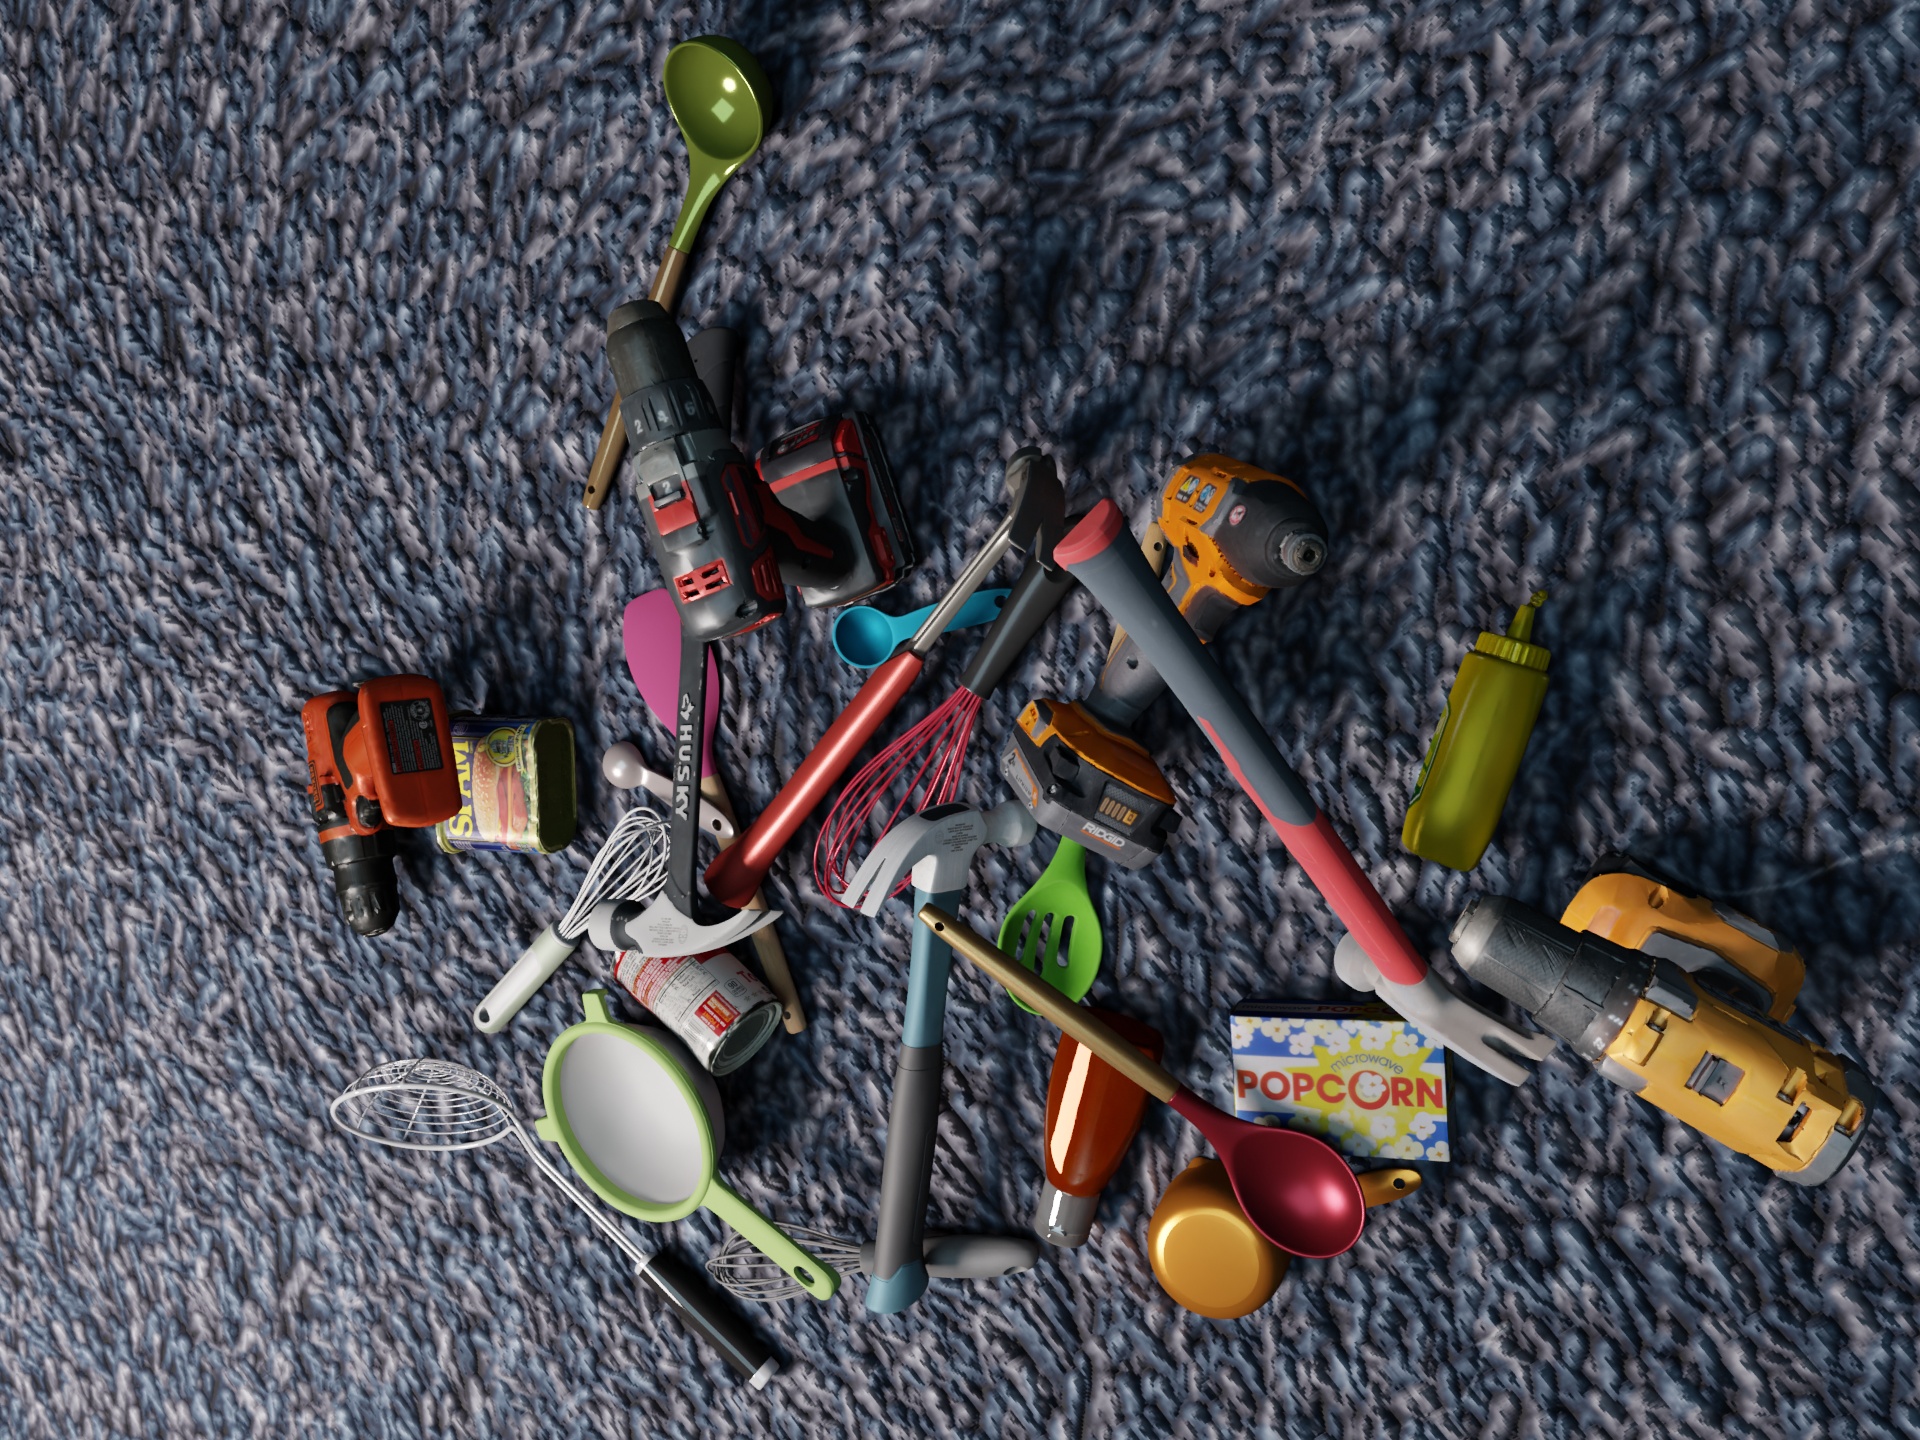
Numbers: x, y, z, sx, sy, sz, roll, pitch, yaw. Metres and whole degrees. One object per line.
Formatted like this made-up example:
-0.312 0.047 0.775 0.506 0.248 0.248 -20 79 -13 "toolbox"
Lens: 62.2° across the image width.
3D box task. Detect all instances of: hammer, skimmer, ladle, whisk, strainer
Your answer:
0.169 0.043 0.793 0.038 0.143 0.385 -45 121 -8 "hammer"
-0.024 0.214 1.001 0.033 0.128 0.331 17 105 48 "hammer"
-0.290 0.369 1.139 0.363 0.090 0.127 40 142 10 "skimmer"
-0.200 -0.286 1.045 0.078 0.062 0.320 29 108 16 "ladle"
-0.002 -0.003 1.002 0.073 0.073 0.296 36 101 13 "whisk"
-0.062 0.366 1.076 0.239 0.055 0.055 -7 94 17 "whisk"
-0.277 0.147 1.131 0.246 0.059 0.058 -46 68 24 "whisk"
-0.054 -0.007 0.975 0.036 0.149 0.359 33 116 -13 "hammer"
0.103 0.205 0.938 0.315 0.031 0.069 36 103 3 "ladle"
-0.168 -0.052 1.024 0.149 0.036 0.409 -2 83 38 "hammer"
-0.171 0.293 1.088 0.256 0.069 0.151 35 122 15 "strainer"

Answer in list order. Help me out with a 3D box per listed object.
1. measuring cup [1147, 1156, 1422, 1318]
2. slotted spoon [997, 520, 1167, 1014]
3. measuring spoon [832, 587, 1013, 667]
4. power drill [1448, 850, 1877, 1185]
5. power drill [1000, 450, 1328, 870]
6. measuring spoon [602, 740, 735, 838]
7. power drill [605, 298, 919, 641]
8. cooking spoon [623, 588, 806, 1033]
0.194 0.307 0.964 0.173 0.052 0.095 -24 88 24 "measuring cup"
0.084 0.031 0.985 0.070 0.031 0.313 12 99 -16 "slotted spoon"
-0.020 -0.066 1.025 0.128 0.021 0.042 -13 105 13 "measuring spoon"
0.338 0.129 0.793 0.185 0.226 0.084 29 106 15 "power drill"
0.118 -0.036 0.881 0.084 0.164 0.226 27 99 -18 "power drill"
-0.204 0.051 1.093 0.124 0.018 0.034 28 117 27 "measuring spoon"
-0.120 -0.145 0.937 0.080 0.226 0.188 -19 90 22 "power drill"
-0.164 0.063 1.091 0.069 0.017 0.319 -20 89 25 "cooking spoon"
